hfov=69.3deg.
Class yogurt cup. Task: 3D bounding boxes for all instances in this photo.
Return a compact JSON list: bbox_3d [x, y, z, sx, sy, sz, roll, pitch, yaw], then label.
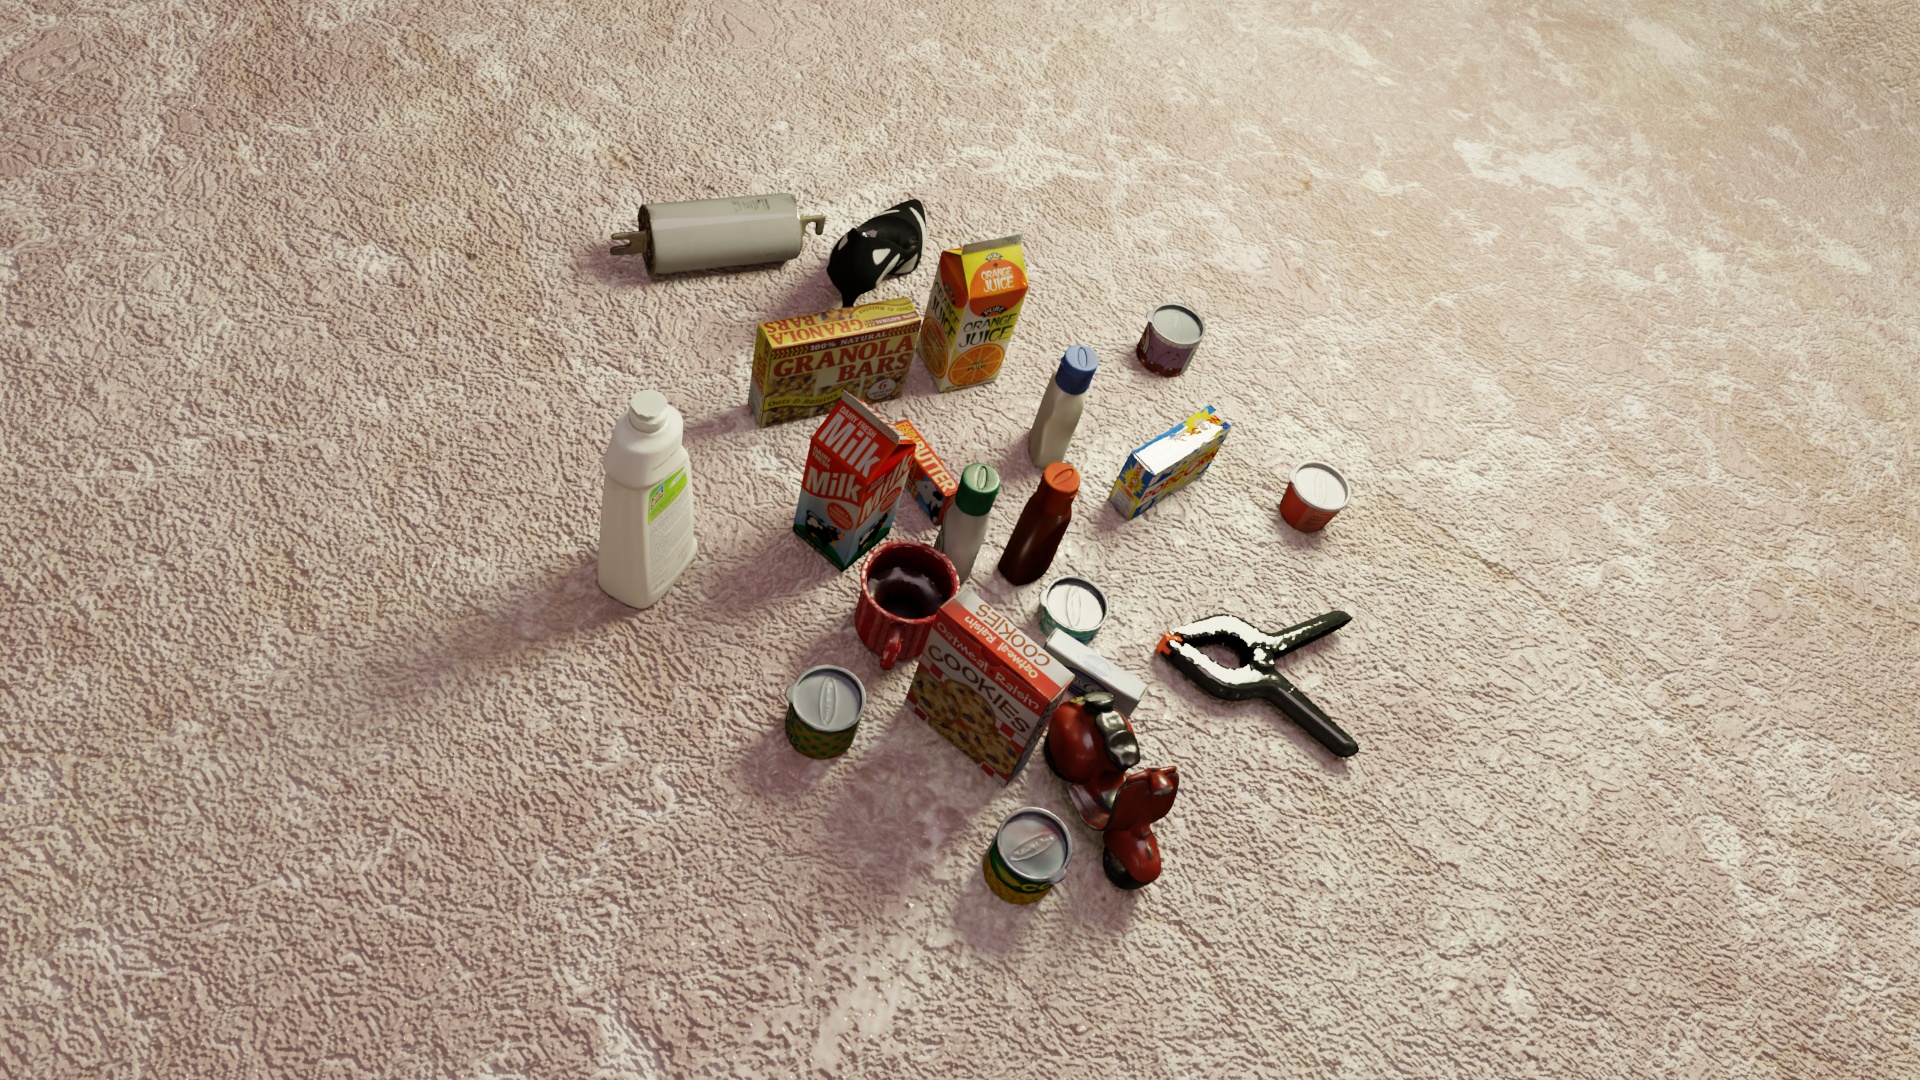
[{"bbox_3d":[0.383,-0.045,1.510,0.072,0.053,0.073,7,54,-10],"label":"yogurt cup"}]

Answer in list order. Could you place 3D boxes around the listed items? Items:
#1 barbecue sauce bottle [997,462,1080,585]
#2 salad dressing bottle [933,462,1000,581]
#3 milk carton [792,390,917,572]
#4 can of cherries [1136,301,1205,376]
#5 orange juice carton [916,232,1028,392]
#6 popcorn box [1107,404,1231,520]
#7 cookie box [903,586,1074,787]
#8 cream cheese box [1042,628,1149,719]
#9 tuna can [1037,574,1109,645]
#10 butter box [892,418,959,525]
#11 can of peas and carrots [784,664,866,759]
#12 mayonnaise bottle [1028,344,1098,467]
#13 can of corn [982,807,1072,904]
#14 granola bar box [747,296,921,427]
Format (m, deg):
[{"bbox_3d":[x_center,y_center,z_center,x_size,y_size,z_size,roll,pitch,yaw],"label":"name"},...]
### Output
[{"bbox_3d":[0.080,-0.017,1.351,0.065,0.147,0.044,-35,70,-32],"label":"barbecue sauce bottle"},{"bbox_3d":[0.005,-0.017,1.332,0.044,0.146,0.064,14,53,-5],"label":"salad dressing bottle"},{"bbox_3d":[-0.099,-0.061,1.310,0.072,0.189,0.074,39,55,14],"label":"milk carton"},{"bbox_3d":[0.240,-0.233,1.606,0.071,0.058,0.072,7,54,-10],"label":"can of cherries"},{"bbox_3d":[0.014,-0.250,1.475,0.072,0.191,0.073,-15,60,-24],"label":"orange juice carton"},{"bbox_3d":[0.222,-0.083,1.475,0.127,0.084,0.038,-31,67,-31],"label":"popcorn box"},{"bbox_3d":[0.021,0.131,1.216,0.123,0.166,0.040,38,55,14],"label":"cookie box"},{"bbox_3d":[0.122,0.130,1.315,0.104,0.053,0.024,32,54,9],"label":"cream cheese box"},{"bbox_3d":[0.108,0.069,1.368,0.071,0.032,0.071,7,54,-10],"label":"tuna can"},{"bbox_3d":[-0.040,-0.070,1.418,0.024,0.052,0.104,-24,64,-28],"label":"butter box"},{"bbox_3d":[-0.123,0.153,1.232,0.071,0.058,0.071,7,54,-10],"label":"can of peas and carrots"},{"bbox_3d":[0.107,-0.141,1.448,0.041,0.147,0.065,7,54,-10],"label":"mayonnaise bottle"},{"bbox_3d":[0.058,0.273,1.192,0.071,0.058,0.071,7,54,-10],"label":"can of corn"},{"bbox_3d":[-0.130,-0.183,1.432,0.166,0.123,0.039,-15,60,-24],"label":"granola bar box"}]
